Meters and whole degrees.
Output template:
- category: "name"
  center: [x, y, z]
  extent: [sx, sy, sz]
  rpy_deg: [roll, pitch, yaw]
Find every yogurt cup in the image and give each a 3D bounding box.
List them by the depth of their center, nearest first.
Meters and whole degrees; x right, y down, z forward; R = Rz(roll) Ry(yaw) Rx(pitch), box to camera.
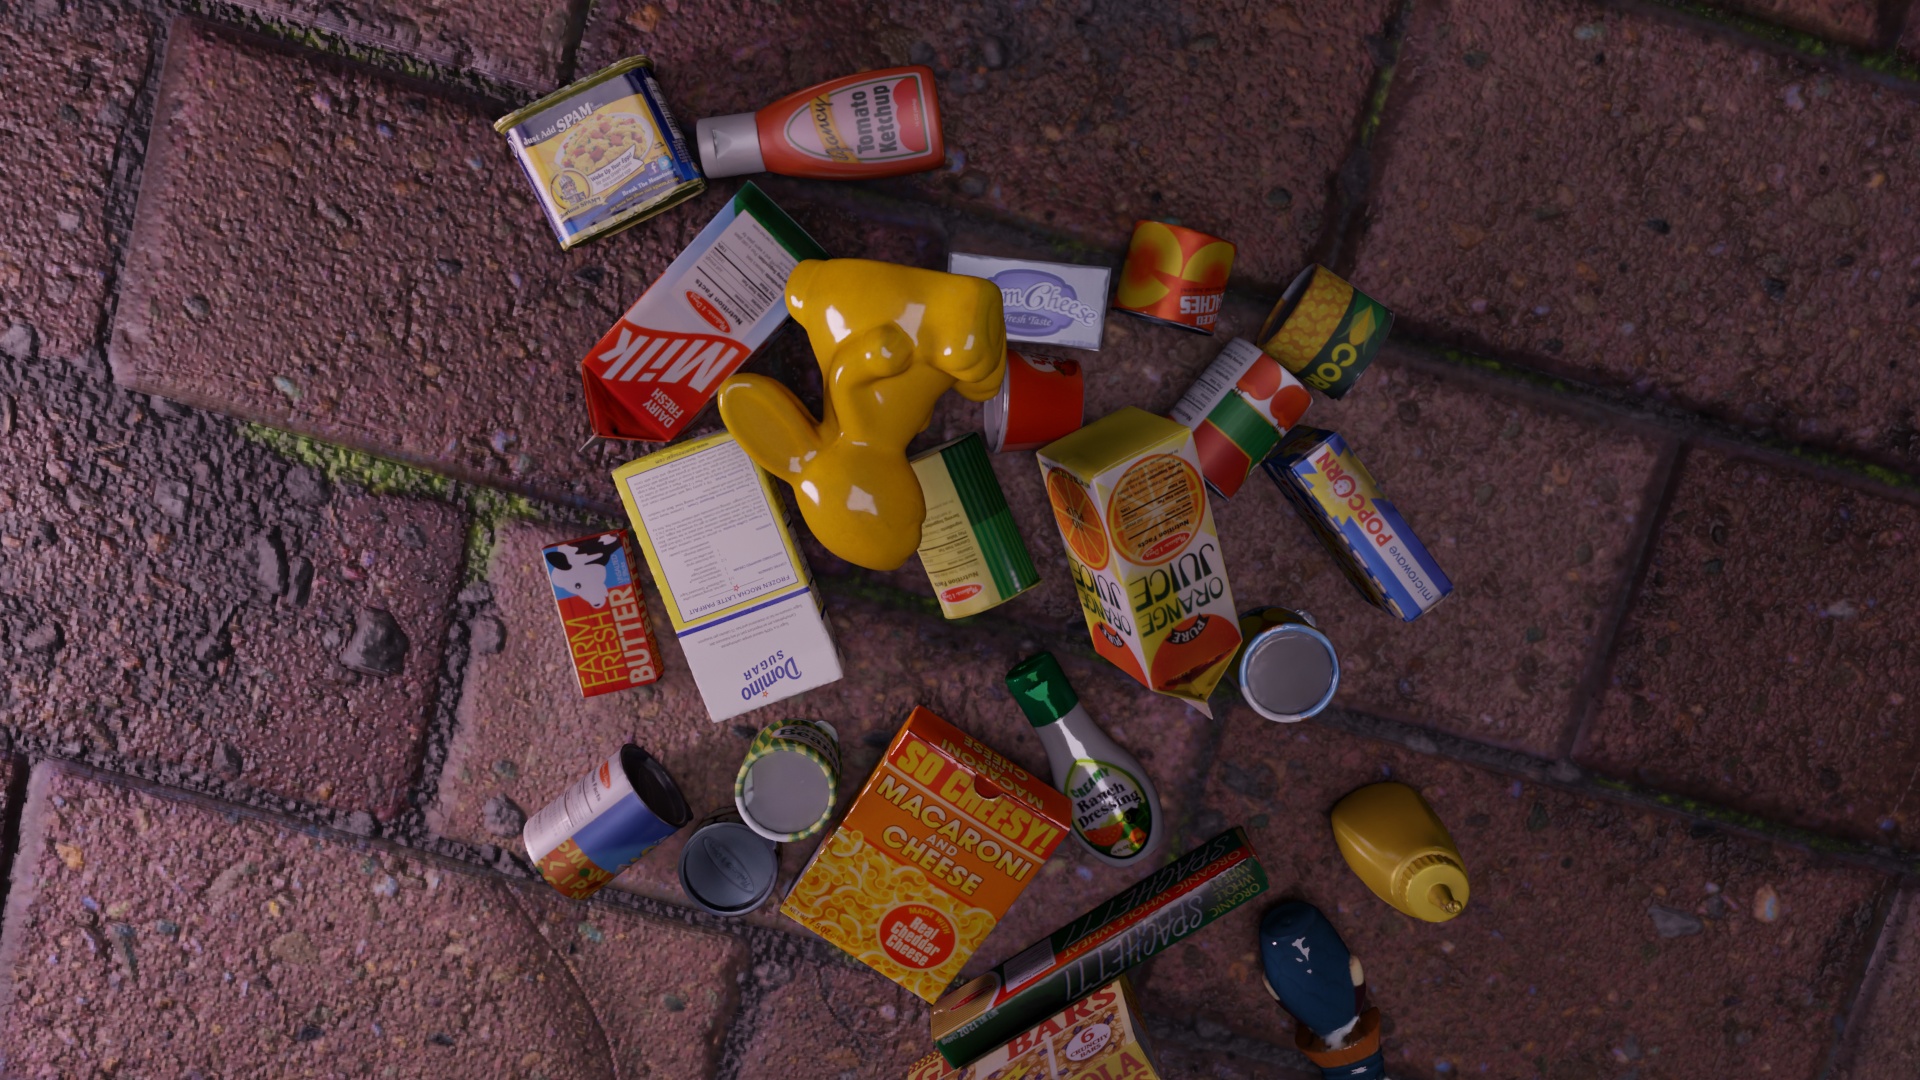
- category: "yogurt cup"
  center: [0.046, -0.088, 0.877]
  extent: [0.054, 0.072, 0.072]
  rpy_deg: [1, 99, -9]

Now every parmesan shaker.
- category: "parmesan shaker"
  center: [0.003, -0.011, 0.883]
  extent: [0.071, 0.071, 0.103]
  rpy_deg: [-22, 98, 2]

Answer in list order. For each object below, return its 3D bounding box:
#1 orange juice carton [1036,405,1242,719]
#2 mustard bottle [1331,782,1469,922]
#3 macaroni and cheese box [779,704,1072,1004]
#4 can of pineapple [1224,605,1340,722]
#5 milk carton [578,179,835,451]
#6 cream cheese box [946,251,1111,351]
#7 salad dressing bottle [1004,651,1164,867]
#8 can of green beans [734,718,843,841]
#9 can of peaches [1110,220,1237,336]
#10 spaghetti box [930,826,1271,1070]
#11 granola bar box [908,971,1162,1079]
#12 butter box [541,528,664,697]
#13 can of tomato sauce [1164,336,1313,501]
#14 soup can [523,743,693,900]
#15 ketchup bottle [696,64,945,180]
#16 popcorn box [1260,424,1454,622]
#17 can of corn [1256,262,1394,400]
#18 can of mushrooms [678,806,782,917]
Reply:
- category: "orange juice carton"
  center: [0.118, 0.021, 0.867]
  extent: [0.073, 0.072, 0.192]
  rpy_deg: [-26, 115, -16]
- category: "mustard bottle"
  center: [0.283, 0.202, 0.875]
  extent: [0.065, 0.160, 0.048]
  rpy_deg: [-23, 100, 4]
- category: "macaroni and cheese box"
  center: [-0.023, 0.208, 0.910]
  extent: [0.124, 0.040, 0.166]
  rpy_deg: [33, 110, -4]
- category: "can of pineapple"
  center: [0.209, 0.078, 0.907]
  extent: [0.071, 0.058, 0.071]
  rpy_deg: [0, 98, -1]
- category: "milk carton"
  center: [-0.165, -0.126, 0.861]
  extent: [0.073, 0.072, 0.190]
  rpy_deg: [43, 94, -7]
- category: "cream cheese box"
  center: [0.041, -0.152, 0.886]
  extent: [0.104, 0.024, 0.053]
  rpy_deg: [5, 98, -2]
- category: "salad dressing bottle"
  center: [0.081, 0.144, 0.920]
  extent: [0.064, 0.044, 0.147]
  rpy_deg: [-30, 98, 9]
- category: "can of green beans"
  center: [-0.112, 0.156, 0.910]
  extent: [0.071, 0.058, 0.071]
  rpy_deg: [0, 99, -1]
- category: "can of peaches"
  center: [0.135, -0.163, 0.864]
  extent: [0.071, 0.071, 0.058]
  rpy_deg: [15, 97, -3]
- category: "spaghetti box"
  center: [0.093, 0.274, 0.937]
  extent: [0.250, 0.050, 0.028]
  rpy_deg: [-31, 100, 3]
- category: "granola bar box"
  center: [0.045, 0.350, 0.909]
  extent: [0.165, 0.124, 0.039]
  rpy_deg: [-31, 99, 3]
- category: "butter box"
  center: [-0.233, 0.047, 0.909]
  extent: [0.053, 0.024, 0.103]
  rpy_deg: [-13, 98, 1]
- category: "can of tomato sauce"
  center: [0.172, -0.076, 0.880]
  extent: [0.071, 0.071, 0.083]
  rpy_deg: [40, 95, -6]
- category: "soup can"
  center: [-0.230, 0.186, 0.909]
  extent: [0.084, 0.071, 0.071]
  rpy_deg: [-38, 98, 5]
- category: "ketchup bottle"
  center: [-0.086, -0.252, 0.859]
  extent: [0.149, 0.043, 0.064]
  rpy_deg: [-8, 98, 0]
- category: "popcorn box"
  center: [0.248, -0.012, 0.880]
  extent: [0.038, 0.085, 0.126]
  rpy_deg: [-38, 97, 3]
- category: "can of corn"
  center: [0.227, -0.130, 0.871]
  extent: [0.058, 0.071, 0.071]
  rpy_deg: [31, 97, -5]
- category: "can of mushrooms"
  center: [-0.151, 0.213, 0.930]
  extent: [0.071, 0.033, 0.071]
  rpy_deg: [0, 98, -1]
